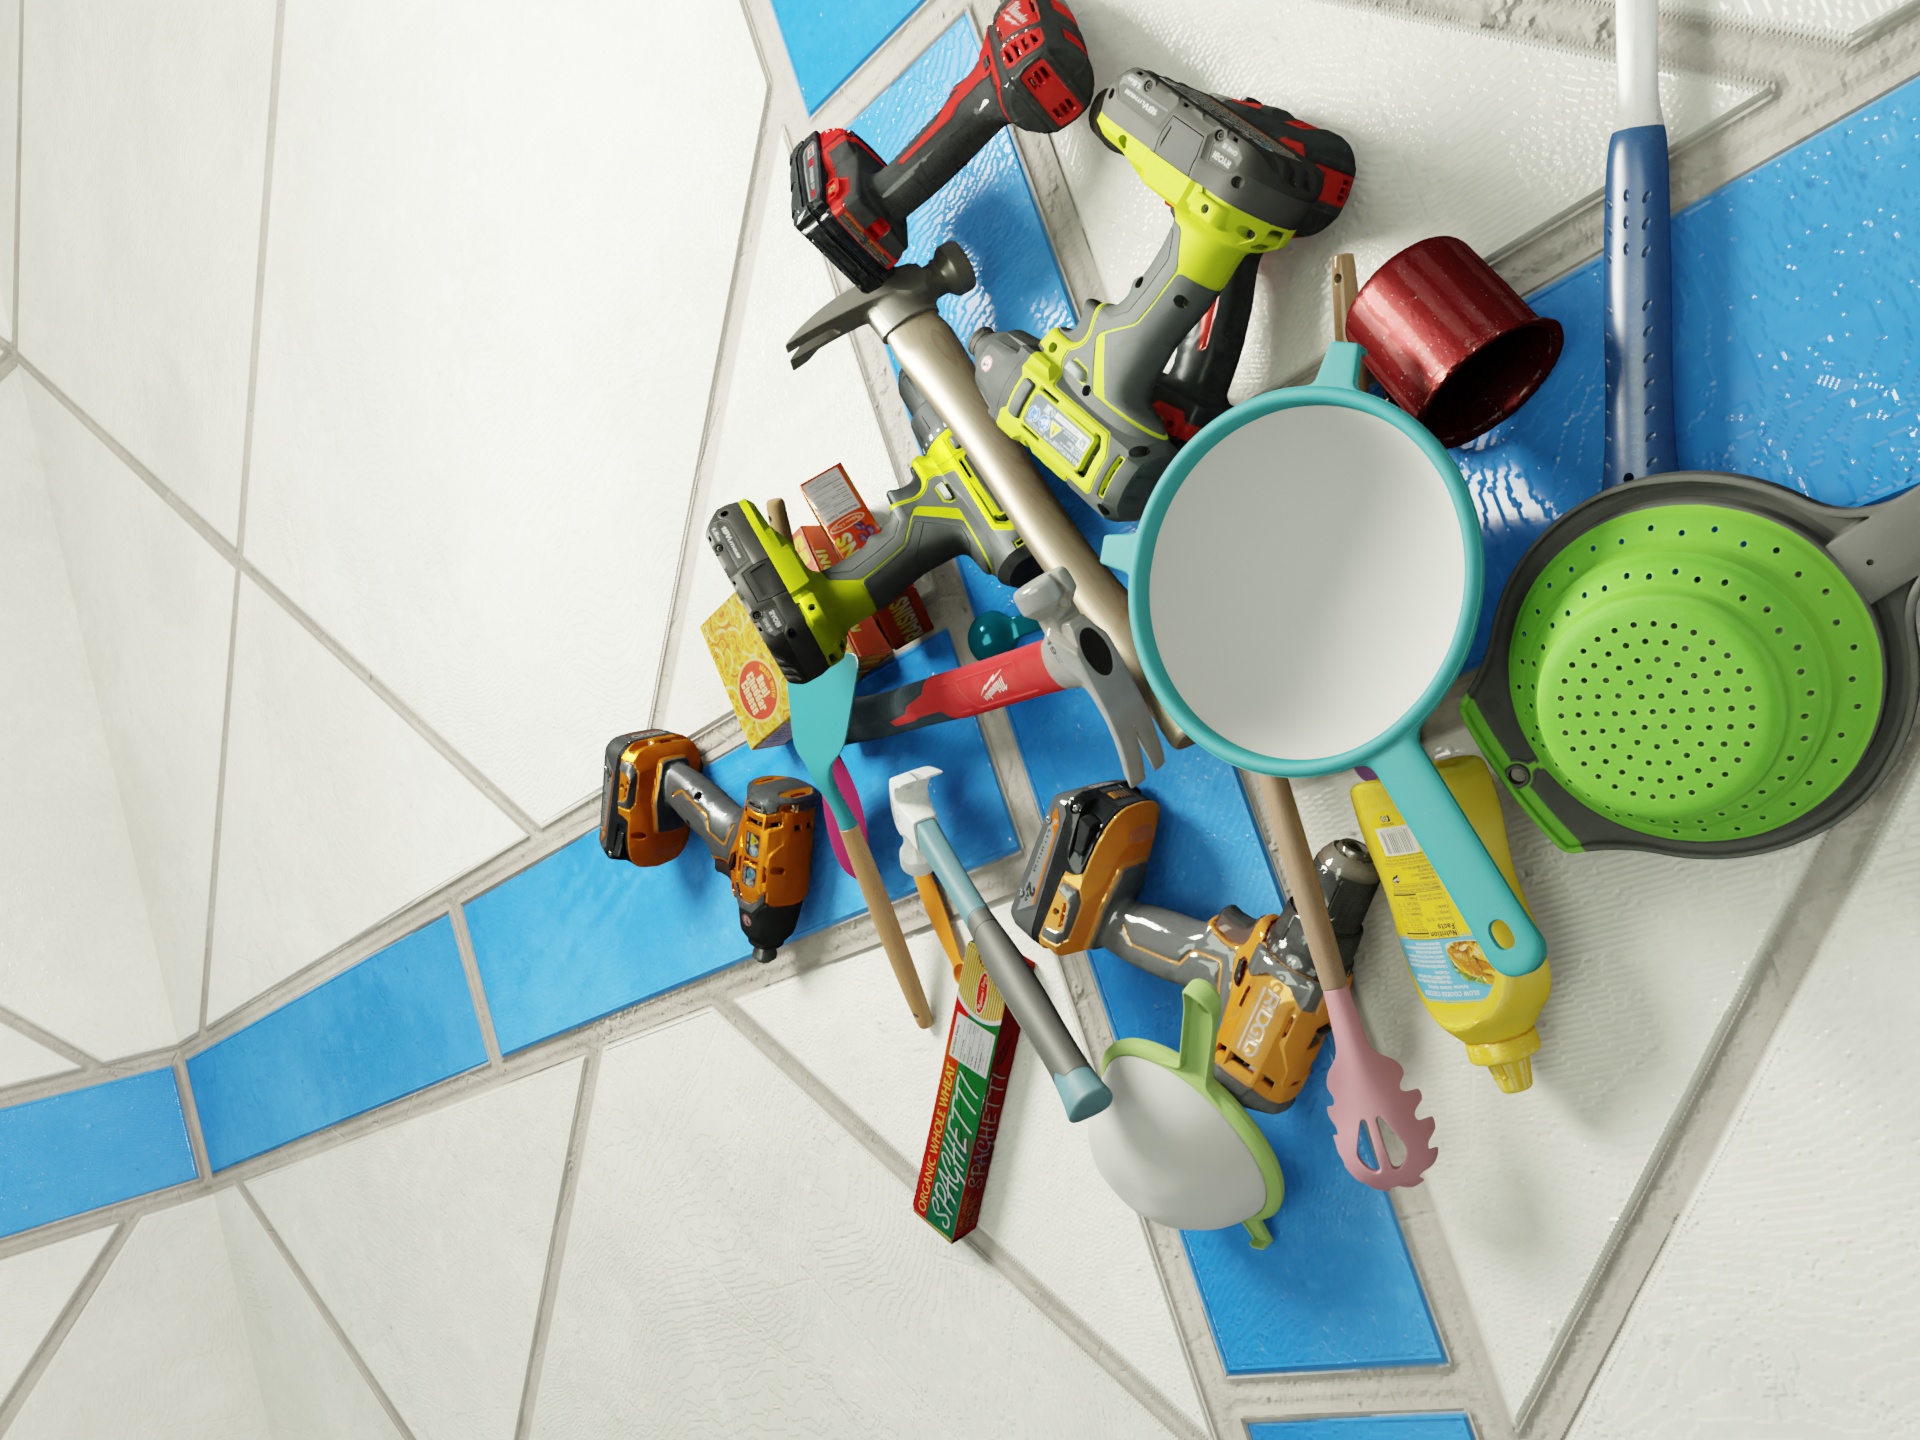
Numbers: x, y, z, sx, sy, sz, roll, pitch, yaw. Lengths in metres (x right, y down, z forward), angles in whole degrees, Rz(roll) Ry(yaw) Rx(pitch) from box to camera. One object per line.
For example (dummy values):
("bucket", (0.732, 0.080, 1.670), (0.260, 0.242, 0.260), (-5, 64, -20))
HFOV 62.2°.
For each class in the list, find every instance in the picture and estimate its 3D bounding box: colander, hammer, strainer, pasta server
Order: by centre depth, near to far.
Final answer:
("colander", (0.401, -0.058, 0.735), (0.397, 0.094, 0.204), (-41, 80, 37))
("hammer", (0.342, -0.313, 0.816), (0.144, 0.035, 0.405), (3, 98, 44))
("strainer", (0.231, -0.020, 0.865), (0.211, 0.095, 0.341), (-40, 66, 33))
("pasta server", (0.215, 0.131, 0.945), (0.060, 0.040, 0.316), (-17, 88, 19))
("strainer", (0.131, 0.253, 1.007), (0.152, 0.069, 0.256), (35, 150, 29))
("hammer", (0.035, -0.146, 1.066), (0.411, 0.146, 0.038), (57, 174, 22))
("hammer", (0.020, 0.150, 1.104), (0.331, 0.033, 0.128), (-124, 20, -47))
("hammer", (-0.002, -0.004, 1.138), (0.143, 0.038, 0.386), (60, 151, -8))

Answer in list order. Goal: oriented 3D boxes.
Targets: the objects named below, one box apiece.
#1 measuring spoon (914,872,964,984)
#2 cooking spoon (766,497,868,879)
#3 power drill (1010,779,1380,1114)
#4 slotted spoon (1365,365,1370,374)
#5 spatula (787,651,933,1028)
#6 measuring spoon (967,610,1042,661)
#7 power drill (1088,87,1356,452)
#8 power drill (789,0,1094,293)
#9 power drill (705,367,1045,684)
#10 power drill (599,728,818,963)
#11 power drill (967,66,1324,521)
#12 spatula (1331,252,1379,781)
("measuring spoon", (-0.014, 0.155, 1.257), (0.021, 0.011, 0.117), (-40, 65, 41))
("cooking spoon", (-0.114, -0.018, 1.244), (0.069, 0.017, 0.318), (21, 126, 55))
("power drill", (0.156, 0.120, 1.038), (0.226, 0.084, 0.185), (34, 116, 32))
("slotted spoon", (0.192, -0.132, 0.999), (0.070, 0.031, 0.313), (48, 124, 28))
("spatula", (-0.070, 0.100, 1.238), (0.082, 0.044, 0.317), (-1, 115, 43))
("measuring spoon", (0.047, -0.073, 1.151), (0.128, 0.021, 0.042), (-25, 79, 45))
("power drill", (0.130, -0.281, 1.004), (0.188, 0.080, 0.226), (35, 116, 36))
("power drill", (-0.011, -0.405, 1.078), (0.219, 0.078, 0.143), (-32, 42, 24))
("power drill", (-0.059, -0.146, 1.134), (0.191, 0.228, 0.080), (59, 175, 20))
("power drill", (-0.221, 0.108, 1.404), (0.227, 0.084, 0.164), (20, 111, 37))
("power drill", (0.096, -0.254, 0.938), (0.171, 0.080, 0.223), (48, 123, 30))
("spatula", (0.239, -0.115, 0.947), (0.060, 0.018, 0.316), (5, 105, 49))
